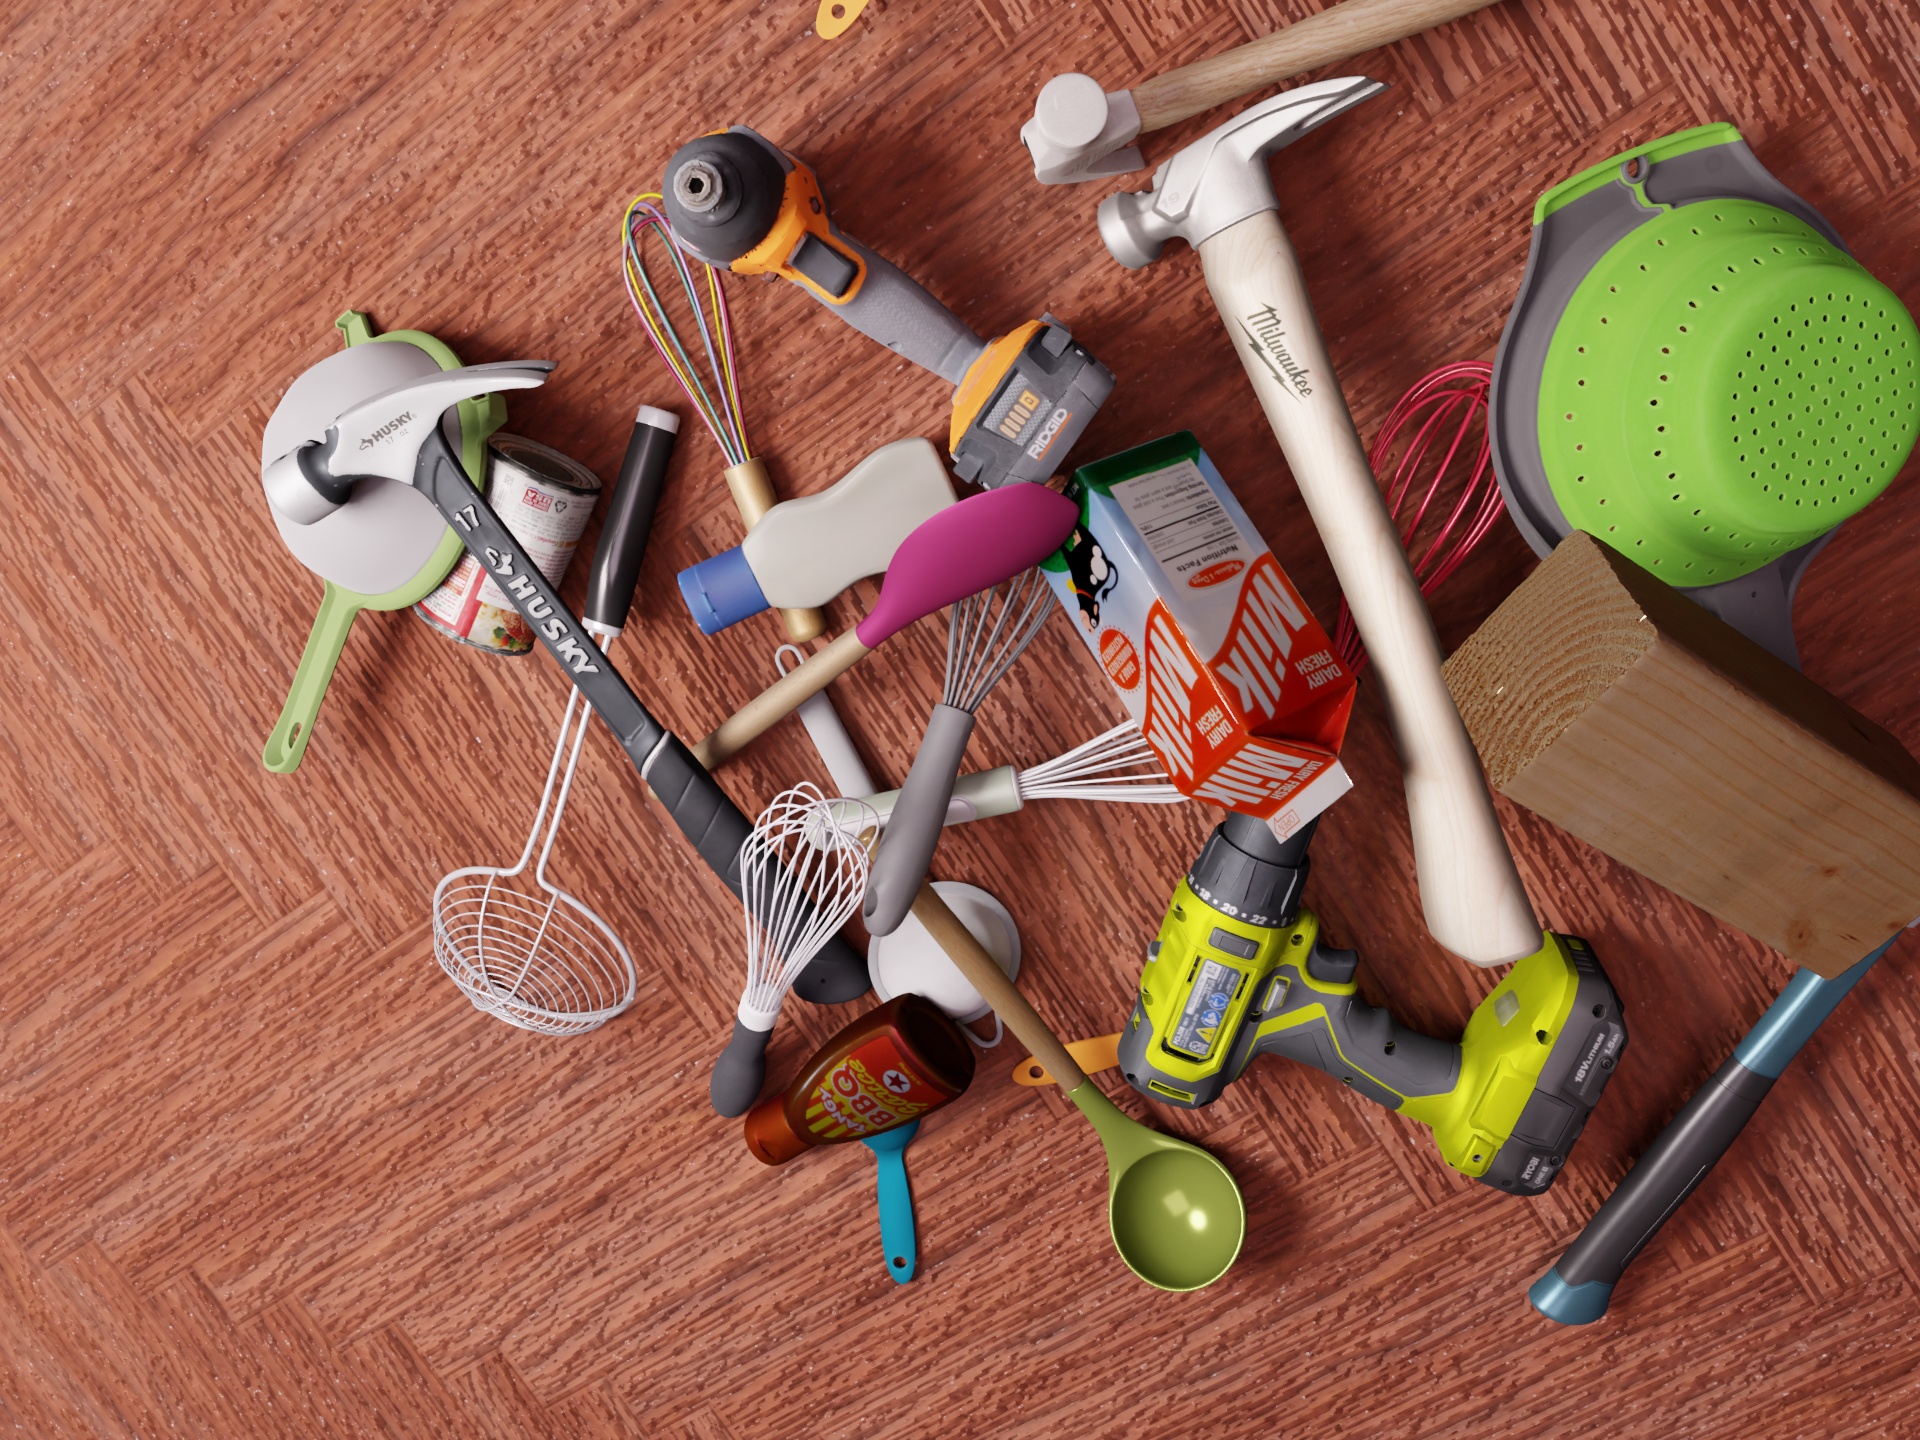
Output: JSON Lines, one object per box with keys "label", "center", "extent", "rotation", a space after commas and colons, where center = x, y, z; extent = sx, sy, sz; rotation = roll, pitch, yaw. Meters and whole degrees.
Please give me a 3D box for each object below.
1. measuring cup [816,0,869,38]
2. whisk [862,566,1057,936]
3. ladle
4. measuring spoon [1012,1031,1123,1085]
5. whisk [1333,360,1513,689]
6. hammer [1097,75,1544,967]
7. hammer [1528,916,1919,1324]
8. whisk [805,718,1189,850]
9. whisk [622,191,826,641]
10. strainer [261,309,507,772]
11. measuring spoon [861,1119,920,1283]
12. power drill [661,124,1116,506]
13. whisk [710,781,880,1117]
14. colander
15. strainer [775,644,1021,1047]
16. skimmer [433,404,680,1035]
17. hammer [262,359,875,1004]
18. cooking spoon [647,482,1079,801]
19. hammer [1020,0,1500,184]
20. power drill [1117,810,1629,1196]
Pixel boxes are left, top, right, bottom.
{"label": "measuring cup", "center": [-0.011, -0.398, 0.759], "extent": [0.095, 0.052, 0.173], "rotation": [38, 107, -1]}
{"label": "whisk", "center": [0.000, -0.002, 0.813], "extent": [0.055, 0.055, 0.239], "rotation": [20, 84, 4]}
{"label": "ladle", "center": [0.047, 0.182, 0.854], "extent": [0.078, 0.062, 0.320], "rotation": [-36, 105, 9]}
{"label": "measuring spoon", "center": [0.084, 0.189, 0.899], "extent": [0.117, 0.011, 0.021], "rotation": [-18, 100, 12]}
{"label": "whisk", "center": [0.202, -0.041, 0.807], "extent": [0.073, 0.073, 0.295], "rotation": [23, 111, 3]}
{"label": "hammer", "center": [0.196, -0.085, 0.743], "extent": [0.146, 0.038, 0.410], "rotation": [-21, 89, 38]}
{"label": "hammer", "center": [0.405, 0.190, 0.824], "extent": [0.128, 0.033, 0.331], "rotation": [20, 111, -22]}
{"label": "whisk", "center": [0.037, 0.034, 0.838], "extent": [0.246, 0.059, 0.057], "rotation": [-13, 128, 5]}
{"label": "whisk", "center": [-0.121, -0.157, 0.837], "extent": [0.047, 0.051, 0.245], "rotation": [-19, 102, 7]}
{"label": "strainer", "center": [-0.341, -0.088, 0.838], "extent": [0.152, 0.069, 0.256], "rotation": [32, 104, 32]}
{"label": "measuring spoon", "center": [-0.041, 0.276, 0.933], "extent": [0.042, 0.021, 0.128], "rotation": [-4, 100, 10]}
{"label": "power drill", "center": [-0.038, -0.197, 0.752], "extent": [0.226, 0.164, 0.084], "rotation": [35, 104, -2]}
{"label": "whisk", "center": [-0.102, 0.134, 0.846], "extent": [0.070, 0.070, 0.284], "rotation": [24, 133, 3]}
{"label": "colander", "center": [0.379, -0.070, 0.728], "extent": [0.204, 0.094, 0.397], "rotation": [-23, 106, -6]}
{"label": "strainer", "center": [-0.039, 0.074, 0.879], "extent": [0.087, 0.050, 0.258], "rotation": [-28, 94, -2]}
{"label": "skimmer", "center": [-0.207, 0.006, 0.895], "extent": [0.127, 0.090, 0.363], "rotation": [17, 95, 8]}
{"label": "hammer", "center": [-0.164, 0.000, 0.822], "extent": [0.149, 0.036, 0.408], "rotation": [-27, 116, 15]}
{"label": "cooking spoon", "center": [-0.064, -0.031, 0.814], "extent": [0.319, 0.068, 0.017], "rotation": [-33, 53, 35]}
{"label": "hammer", "center": [0.185, -0.318, 0.725], "extent": [0.331, 0.130, 0.031], "rotation": [-21, 98, 2]}
{"label": "power drill", "center": [0.214, 0.135, 0.823], "extent": [0.228, 0.080, 0.190], "rotation": [20, 109, 2]}
